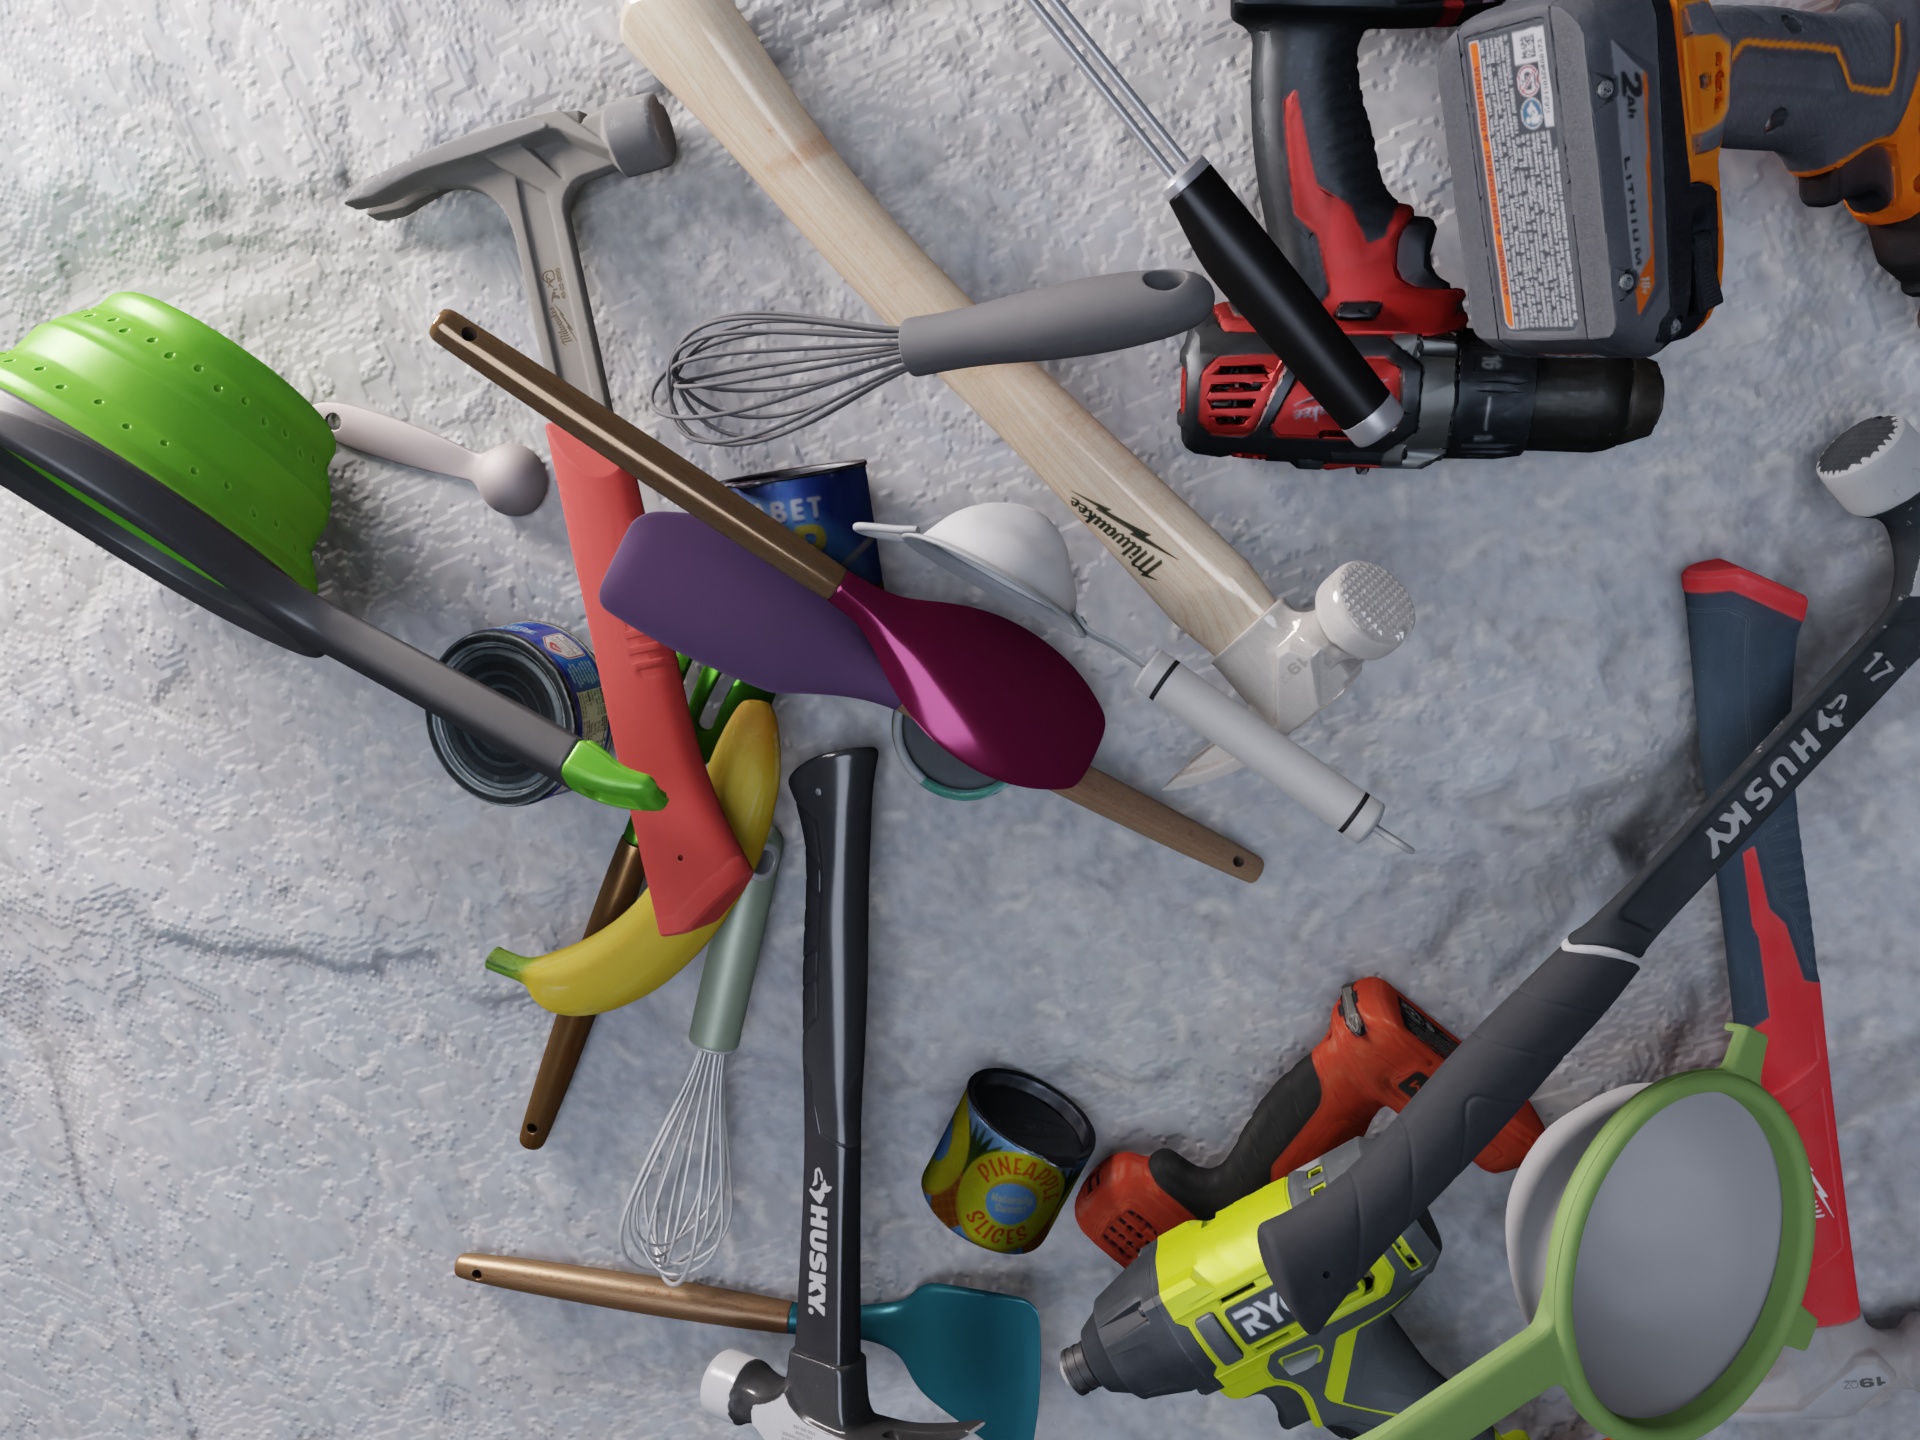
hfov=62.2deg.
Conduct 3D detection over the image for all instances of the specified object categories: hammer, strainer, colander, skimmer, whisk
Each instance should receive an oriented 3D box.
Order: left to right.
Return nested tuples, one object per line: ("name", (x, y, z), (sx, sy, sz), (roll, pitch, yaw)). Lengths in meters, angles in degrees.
("colander", (-0.277, -0.084, 0.686), (0.397, 0.204, 0.094), (27, 75, 12))
("hammer", (-0.163, -0.083, 0.695), (0.149, 0.036, 0.359), (-13, 88, 12))
("whisk", (-0.122, 0.164, 0.778), (0.057, 0.059, 0.246), (7, 103, -29))
("hammer", (-0.055, 0.179, 0.737), (0.146, 0.035, 0.335), (3, 93, 34))
("whisk", (-0.018, -0.143, 0.614), (0.239, 0.055, 0.055), (-4, 103, 25))
("hammer", (0.001, -0.148, 0.669), (0.411, 0.038, 0.146), (47, 141, 4))
("skimmer", (0.055, -0.247, 0.543), (0.363, 0.090, 0.127), (48, 62, -12))
("strainer", (0.073, -0.024, 0.637), (0.258, 0.087, 0.050), (36, 91, 9))
("strainer", (0.229, 0.228, 0.631), (0.256, 0.069, 0.151), (-21, 104, -23))
("hammer", (0.265, 0.079, 0.617), (0.149, 0.036, 0.409), (44, 89, -12))
("hammer", (0.335, 0.124, 0.686), (0.143, 0.038, 0.386), (-10, 101, 14))

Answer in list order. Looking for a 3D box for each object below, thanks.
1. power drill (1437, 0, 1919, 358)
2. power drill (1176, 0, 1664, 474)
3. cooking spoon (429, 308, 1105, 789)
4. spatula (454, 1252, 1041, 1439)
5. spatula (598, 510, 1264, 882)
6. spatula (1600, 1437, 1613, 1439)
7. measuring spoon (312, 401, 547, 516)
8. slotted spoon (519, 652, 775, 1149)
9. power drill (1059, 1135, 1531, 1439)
("power drill", (0.288, -0.197, 0.558), (0.226, 0.084, 0.164), (-21, 109, -18))
("power drill", (0.183, -0.209, 0.619), (0.188, 0.080, 0.226), (4, 106, 10))
("cooking spoon", (-0.072, -0.069, 0.647), (0.318, 0.017, 0.069), (33, 68, -13))
("spatula", (-0.114, 0.302, 0.806), (0.317, 0.044, 0.082), (5, 98, 11))
("spatula", (-0.001, -0.002, 0.681), (0.315, 0.018, 0.060), (27, 85, -14))
("spatula", (0.218, 0.432, 0.777), (0.322, 0.041, 0.081), (-37, 95, 17))
("measuring spoon", (-0.254, -0.126, 0.746), (0.124, 0.018, 0.034), (19, 106, 7))
("slotted spoon", (-0.163, 0.081, 0.774), (0.070, 0.031, 0.313), (26, 108, 8))
("power drill", (0.164, 0.308, 0.690), (0.171, 0.080, 0.223), (-33, 99, 14))
